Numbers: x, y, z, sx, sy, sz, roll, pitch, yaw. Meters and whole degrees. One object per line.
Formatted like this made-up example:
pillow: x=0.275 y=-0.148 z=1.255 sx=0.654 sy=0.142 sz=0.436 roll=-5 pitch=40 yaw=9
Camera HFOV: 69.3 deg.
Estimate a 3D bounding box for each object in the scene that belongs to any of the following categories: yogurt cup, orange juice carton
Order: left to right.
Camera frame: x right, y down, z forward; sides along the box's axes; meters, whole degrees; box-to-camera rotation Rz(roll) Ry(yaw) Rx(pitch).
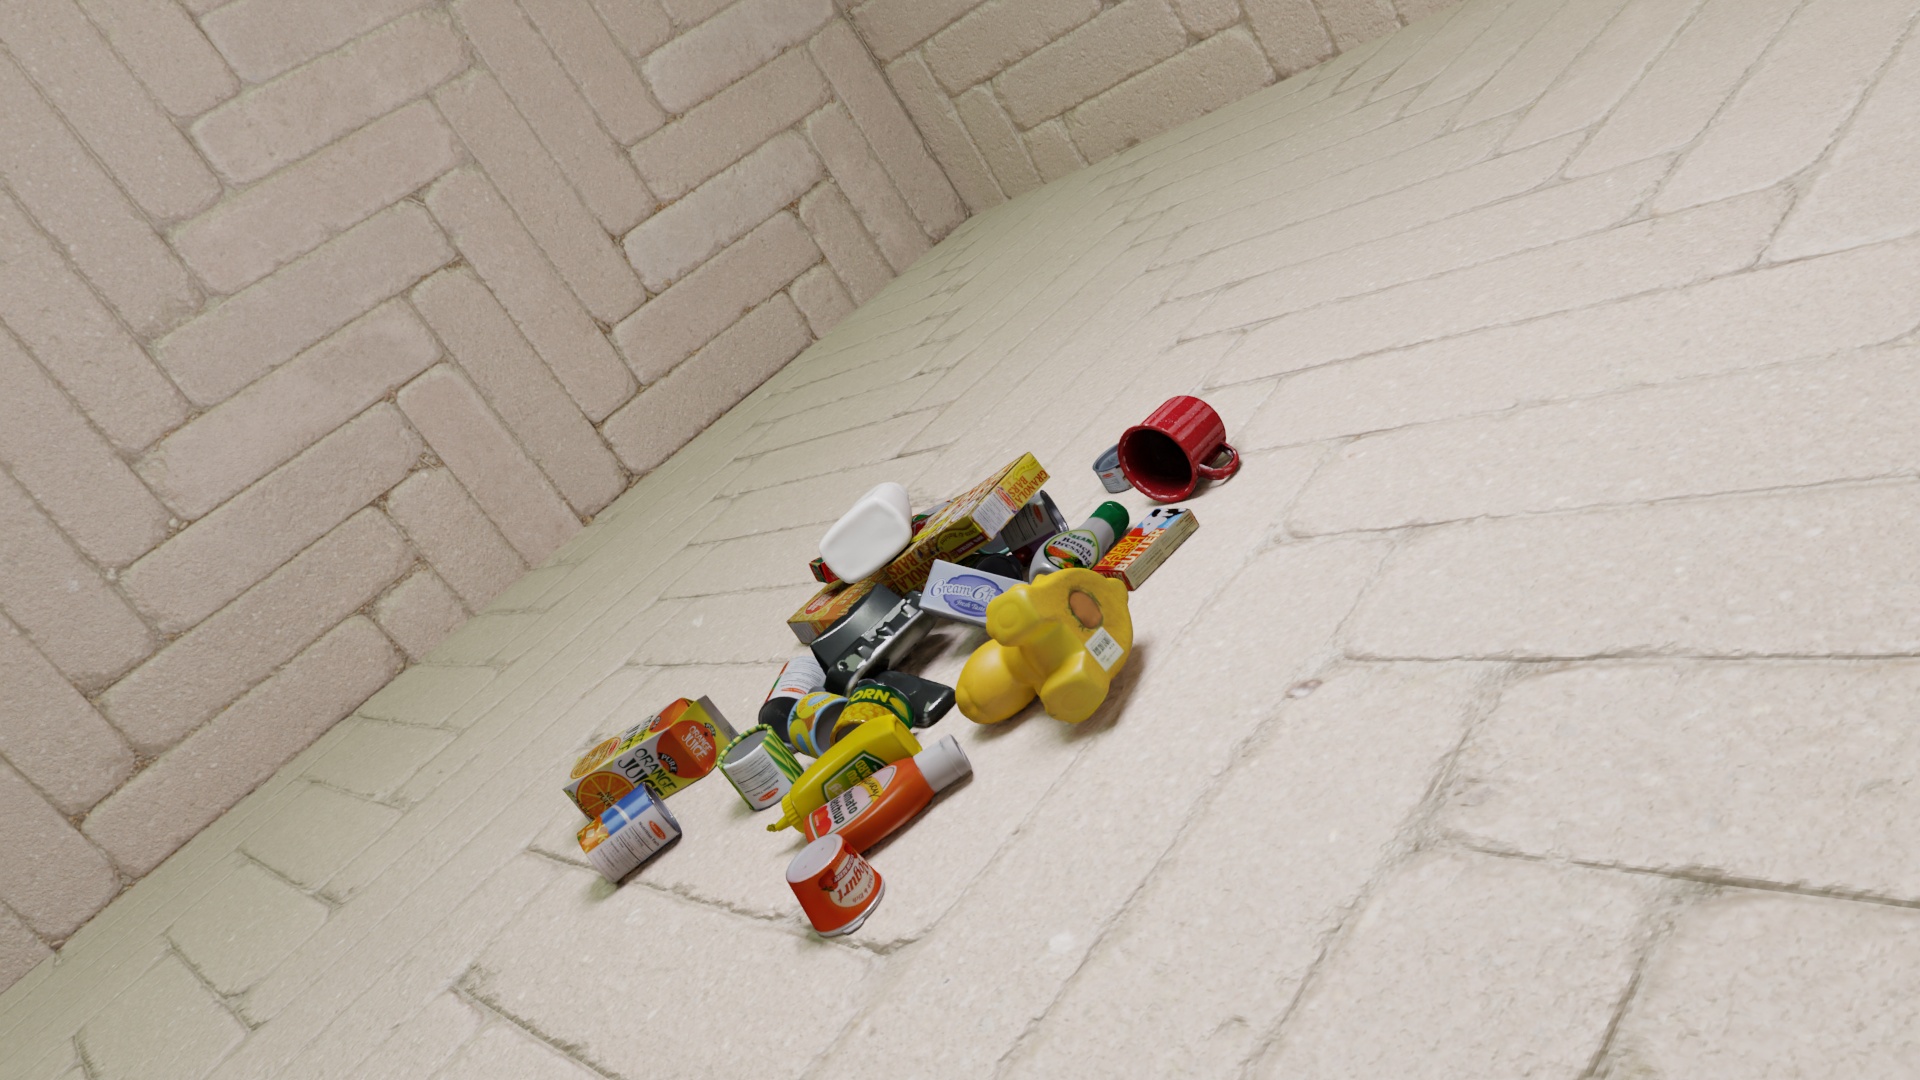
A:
orange juice carton: x=-0.342 y=0.242 z=1.556 sx=0.192 sy=0.071 sz=0.073 roll=-30 pitch=18 yaw=11
yogurt cup: x=-0.102 y=0.272 z=1.106 sx=0.072 sy=0.054 sz=0.072 roll=-30 pitch=17 yaw=11

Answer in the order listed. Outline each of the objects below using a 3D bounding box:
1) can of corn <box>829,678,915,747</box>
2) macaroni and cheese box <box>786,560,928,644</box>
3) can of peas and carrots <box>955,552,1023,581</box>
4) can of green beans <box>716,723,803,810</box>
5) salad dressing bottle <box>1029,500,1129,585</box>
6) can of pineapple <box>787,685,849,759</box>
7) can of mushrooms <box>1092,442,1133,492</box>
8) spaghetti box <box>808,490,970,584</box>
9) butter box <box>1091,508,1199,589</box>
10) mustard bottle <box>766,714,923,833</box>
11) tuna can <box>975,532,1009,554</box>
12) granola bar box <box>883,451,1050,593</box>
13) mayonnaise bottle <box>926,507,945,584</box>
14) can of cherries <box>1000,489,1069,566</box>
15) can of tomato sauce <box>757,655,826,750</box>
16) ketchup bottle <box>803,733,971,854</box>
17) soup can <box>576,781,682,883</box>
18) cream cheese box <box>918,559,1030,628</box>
can of corn: x=-0.083 y=0.174 z=1.294 sx=0.071 sy=0.071 sz=0.058 roll=-24 pitch=21 yaw=28
macaroni and cheese box: x=-0.118 y=0.071 z=1.664 sx=0.124 sy=0.040 sz=0.166 roll=-44 pitch=20 yaw=-30
can of peas and carrots: x=0.024 y=0.044 z=1.450 sx=0.071 sy=0.071 sz=0.058 roll=-42 pitch=19 yaw=-25
can of green beans: x=-0.200 y=0.225 z=1.382 sx=0.071 sy=0.057 sz=0.071 roll=-30 pitch=18 yaw=11
salad dressing bottle: x=0.123 y=0.009 z=1.396 sx=0.148 sy=0.064 sz=0.043 roll=-43 pitch=-24 yaw=-46
can of pineapple: x=-0.128 y=0.181 z=1.354 sx=0.071 sy=0.071 sz=0.058 roll=-42 pitch=20 yaw=-24
can of mushrooms: x=0.186 y=-0.086 z=1.562 sx=0.071 sy=0.033 sz=0.071 roll=-31 pitch=18 yaw=11
spaghetti box: x=-0.066 y=-0.009 z=1.702 sx=0.251 sy=0.028 sz=0.050 roll=-25 pitch=10 yaw=-18
butter box: x=0.179 y=0.007 z=1.349 sx=0.104 sy=0.024 sz=0.053 roll=-42 pitch=20 yaw=-23
mustard bottle: x=-0.109 y=0.221 z=1.240 sx=0.160 sy=0.065 sz=0.049 roll=-36 pitch=16 yaw=11
tuna can: x=0.031 y=-0.015 z=1.585 sx=0.071 sy=0.071 sz=0.033 roll=-38 pitch=19 yaw=-13
granola bar box: x=0.005 y=-0.018 z=1.462 sx=0.165 sy=0.039 sz=0.125 roll=-32 pitch=11 yaw=49
mayonnaise bottle: x=-0.015 y=0.020 z=1.591 sx=0.041 sy=0.064 sz=0.149 roll=-35 pitch=20 yaw=21
can of cherries: x=0.081 y=-0.012 z=1.505 sx=0.058 sy=0.071 sz=0.072 roll=-30 pitch=18 yaw=14
can of tomato sauce: x=-0.169 y=0.171 z=1.459 sx=0.071 sy=0.071 sz=0.083 roll=-27 pitch=19 yaw=21
ketchup bottle: x=-0.061 y=0.220 z=1.184 sx=0.149 sy=0.043 sz=0.065 roll=-33 pitch=23 yaw=0
soup can: x=-0.338 y=0.297 z=1.418 sx=0.084 sy=0.071 sz=0.071 roll=-37 pitch=18 yaw=-9
cream cheese box: x=0.015 y=0.058 z=1.384 sx=0.104 sy=0.024 sz=0.053 roll=14 pitch=72 yaw=19
